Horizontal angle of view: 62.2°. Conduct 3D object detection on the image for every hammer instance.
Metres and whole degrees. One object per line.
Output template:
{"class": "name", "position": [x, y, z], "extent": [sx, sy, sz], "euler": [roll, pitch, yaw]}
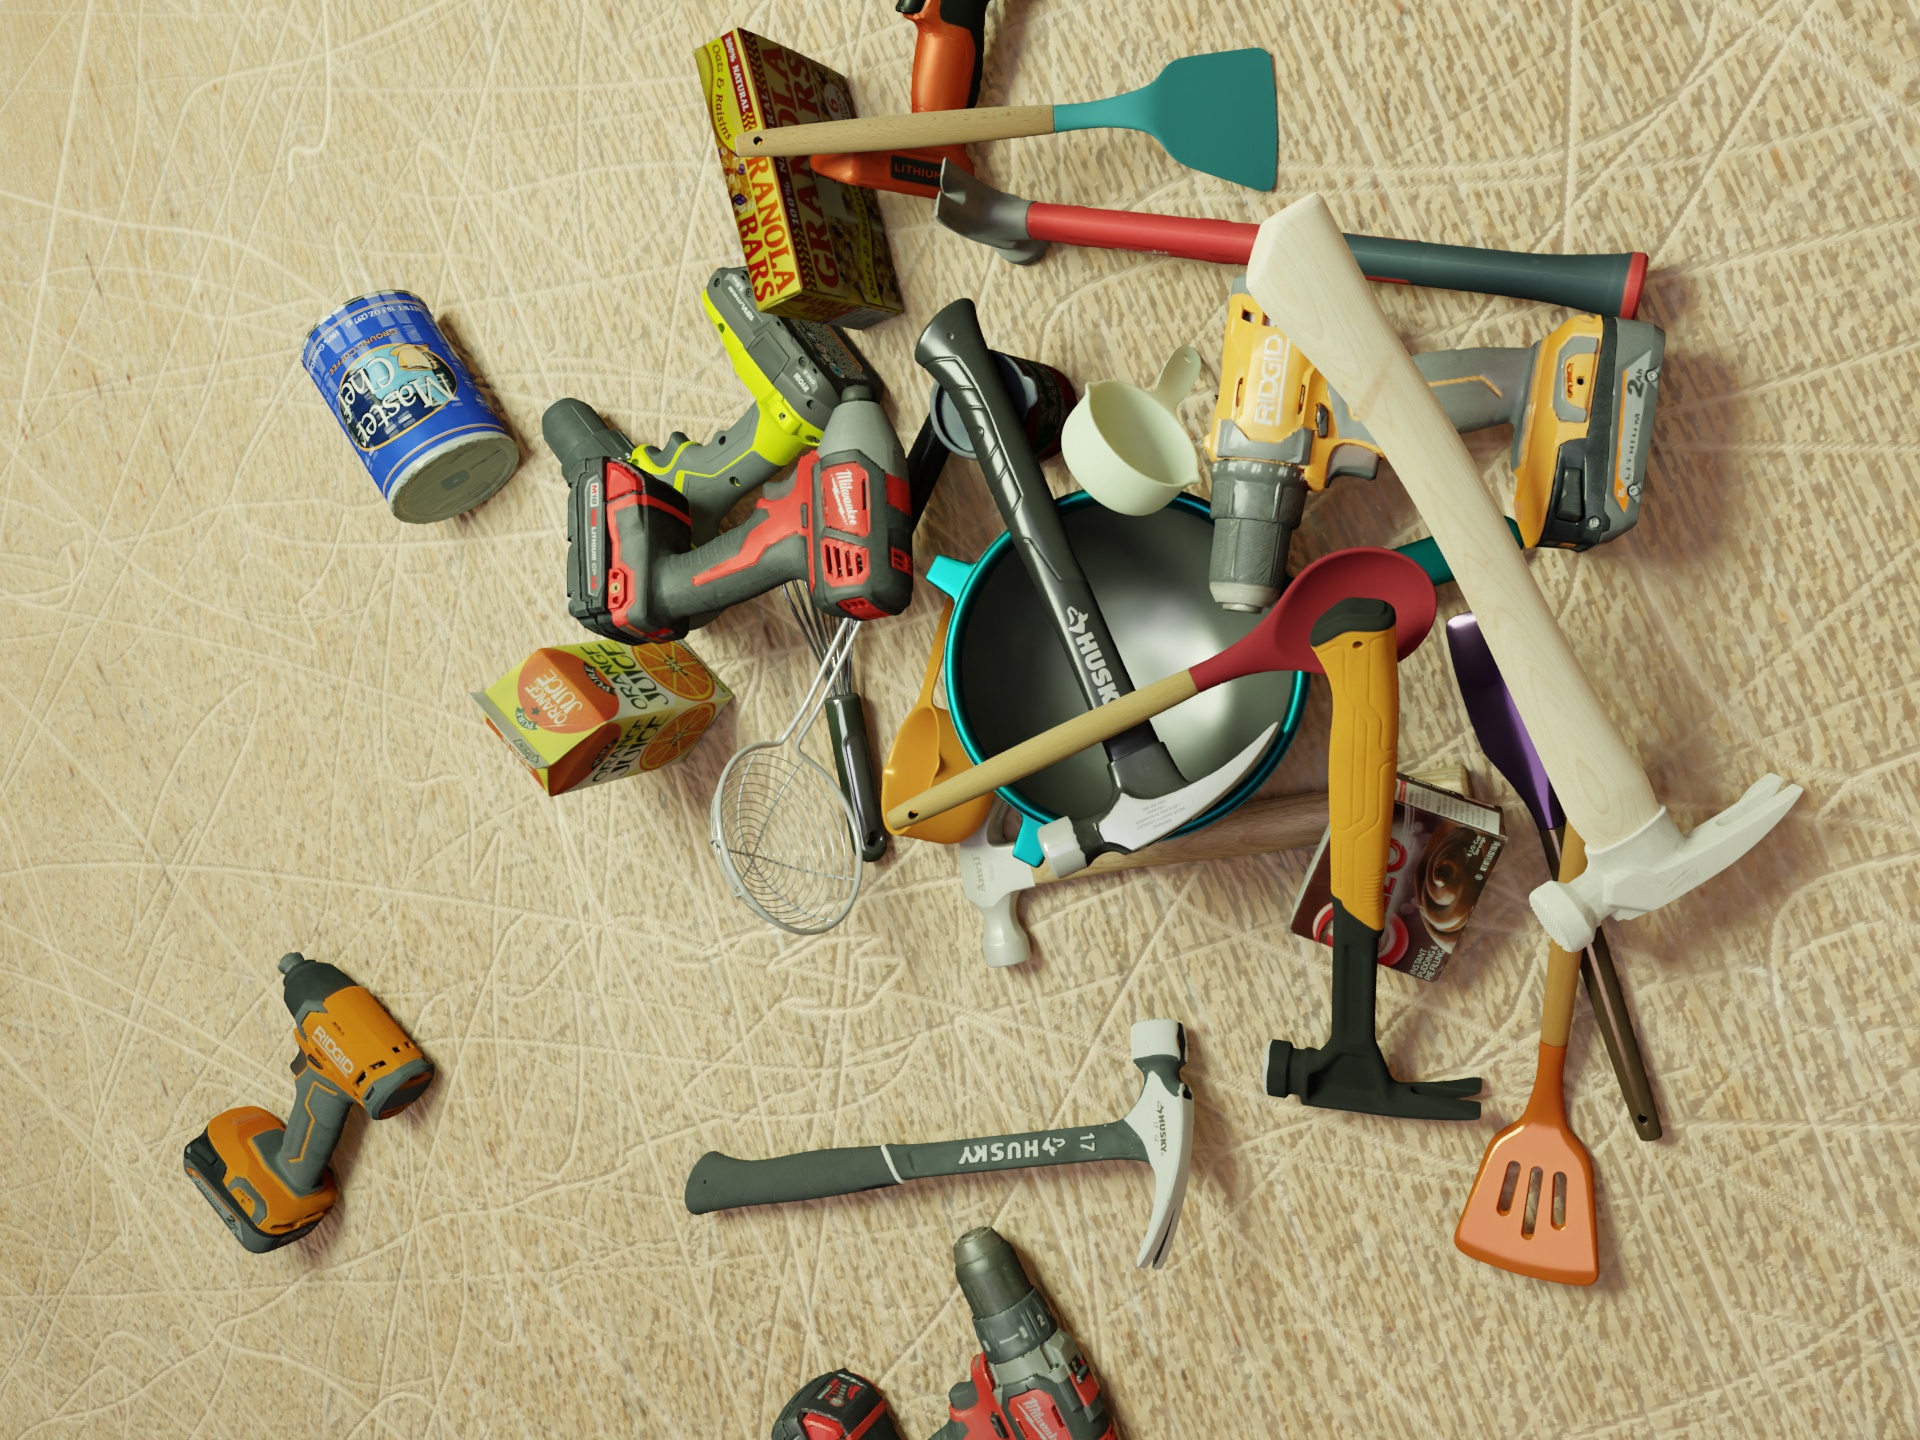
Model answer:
{"class": "hammer", "position": [0.150, 0.070, 0.991], "extent": [0.331, 0.031, 0.130], "euler": [-12, 91, 26]}
{"class": "hammer", "position": [-0.028, 0.305, 1.080], "extent": [0.409, 0.036, 0.149], "euler": [-16, 62, 30]}
{"class": "hammer", "position": [0.273, -0.080, 0.796], "extent": [0.146, 0.038, 0.410], "euler": [-33, 104, 4]}
{"class": "hammer", "position": [0.177, -0.267, 0.890], "extent": [0.386, 0.143, 0.038], "euler": [13, 99, 20]}
{"class": "hammer", "position": [0.058, -0.090, 0.906], "extent": [0.146, 0.035, 0.335], "euler": [-24, 80, 6]}
{"class": "hammer", "position": [0.227, 0.087, 0.874], "extent": [0.127, 0.034, 0.336], "euler": [4, 123, 19]}

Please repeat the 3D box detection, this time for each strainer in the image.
{"class": "strainer", "position": [0.161, -0.049, 0.950], "extent": [0.340, 0.095, 0.211], "euler": [-18, 80, 5]}

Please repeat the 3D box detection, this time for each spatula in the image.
{"class": "spatula", "position": [0.336, 0.162, 0.894], "extent": [0.081, 0.041, 0.322], "euler": [9, 108, 25]}
{"class": "spatula", "position": [0.028, -0.343, 0.925], "extent": [0.317, 0.044, 0.082], "euler": [-3, 97, 2]}
{"class": "spatula", "position": [0.347, 0.085, 0.905], "extent": [0.060, 0.018, 0.316], "euler": [-18, 87, 30]}

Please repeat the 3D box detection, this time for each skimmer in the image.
{"class": "skimmer", "position": [-0.056, -0.044, 1.017], "extent": [0.090, 0.127, 0.363], "euler": [26, 92, 46]}

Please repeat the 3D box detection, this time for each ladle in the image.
{"class": "ladle", "position": [0.102, -0.009, 0.856], "extent": [0.315, 0.031, 0.069], "euler": [-25, 101, 9]}

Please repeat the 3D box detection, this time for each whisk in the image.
{"class": "whisk", "position": [-0.082, -0.023, 1.084], "extent": [0.059, 0.057, 0.246], "euler": [1, 103, 60]}

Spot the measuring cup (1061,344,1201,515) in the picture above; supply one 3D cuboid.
{"class": "measuring cup", "position": [0.107, -0.173, 0.920], "extent": [0.083, 0.168, 0.038], "euler": [39, 129, -6]}

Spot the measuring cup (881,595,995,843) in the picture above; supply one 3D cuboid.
{"class": "measuring cup", "position": [-0.002, -0.003, 1.041], "extent": [0.095, 0.052, 0.174], "euler": [-12, 63, 66]}

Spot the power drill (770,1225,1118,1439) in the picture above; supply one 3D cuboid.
{"class": "power drill", "position": [-0.017, 0.465, 1.092], "extent": [0.226, 0.080, 0.188], "euler": [-29, 83, 22]}

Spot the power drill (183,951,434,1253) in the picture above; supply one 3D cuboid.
{"class": "power drill", "position": [-0.552, 0.312, 1.328], "extent": [0.164, 0.084, 0.226], "euler": [43, 107, 16]}

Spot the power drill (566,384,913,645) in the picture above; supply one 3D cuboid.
{"class": "power drill", "position": [-0.133, -0.125, 0.992], "extent": [0.220, 0.078, 0.143], "euler": [-7, 78, 22]}

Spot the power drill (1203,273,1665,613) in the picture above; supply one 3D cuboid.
{"class": "power drill", "position": [0.245, -0.140, 0.863], "extent": [0.226, 0.084, 0.185], "euler": [9, 92, 12]}

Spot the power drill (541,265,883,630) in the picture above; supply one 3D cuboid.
{"class": "power drill", "position": [-0.181, -0.199, 1.093], "extent": [0.228, 0.080, 0.191], "euler": [-42, 79, 26]}
